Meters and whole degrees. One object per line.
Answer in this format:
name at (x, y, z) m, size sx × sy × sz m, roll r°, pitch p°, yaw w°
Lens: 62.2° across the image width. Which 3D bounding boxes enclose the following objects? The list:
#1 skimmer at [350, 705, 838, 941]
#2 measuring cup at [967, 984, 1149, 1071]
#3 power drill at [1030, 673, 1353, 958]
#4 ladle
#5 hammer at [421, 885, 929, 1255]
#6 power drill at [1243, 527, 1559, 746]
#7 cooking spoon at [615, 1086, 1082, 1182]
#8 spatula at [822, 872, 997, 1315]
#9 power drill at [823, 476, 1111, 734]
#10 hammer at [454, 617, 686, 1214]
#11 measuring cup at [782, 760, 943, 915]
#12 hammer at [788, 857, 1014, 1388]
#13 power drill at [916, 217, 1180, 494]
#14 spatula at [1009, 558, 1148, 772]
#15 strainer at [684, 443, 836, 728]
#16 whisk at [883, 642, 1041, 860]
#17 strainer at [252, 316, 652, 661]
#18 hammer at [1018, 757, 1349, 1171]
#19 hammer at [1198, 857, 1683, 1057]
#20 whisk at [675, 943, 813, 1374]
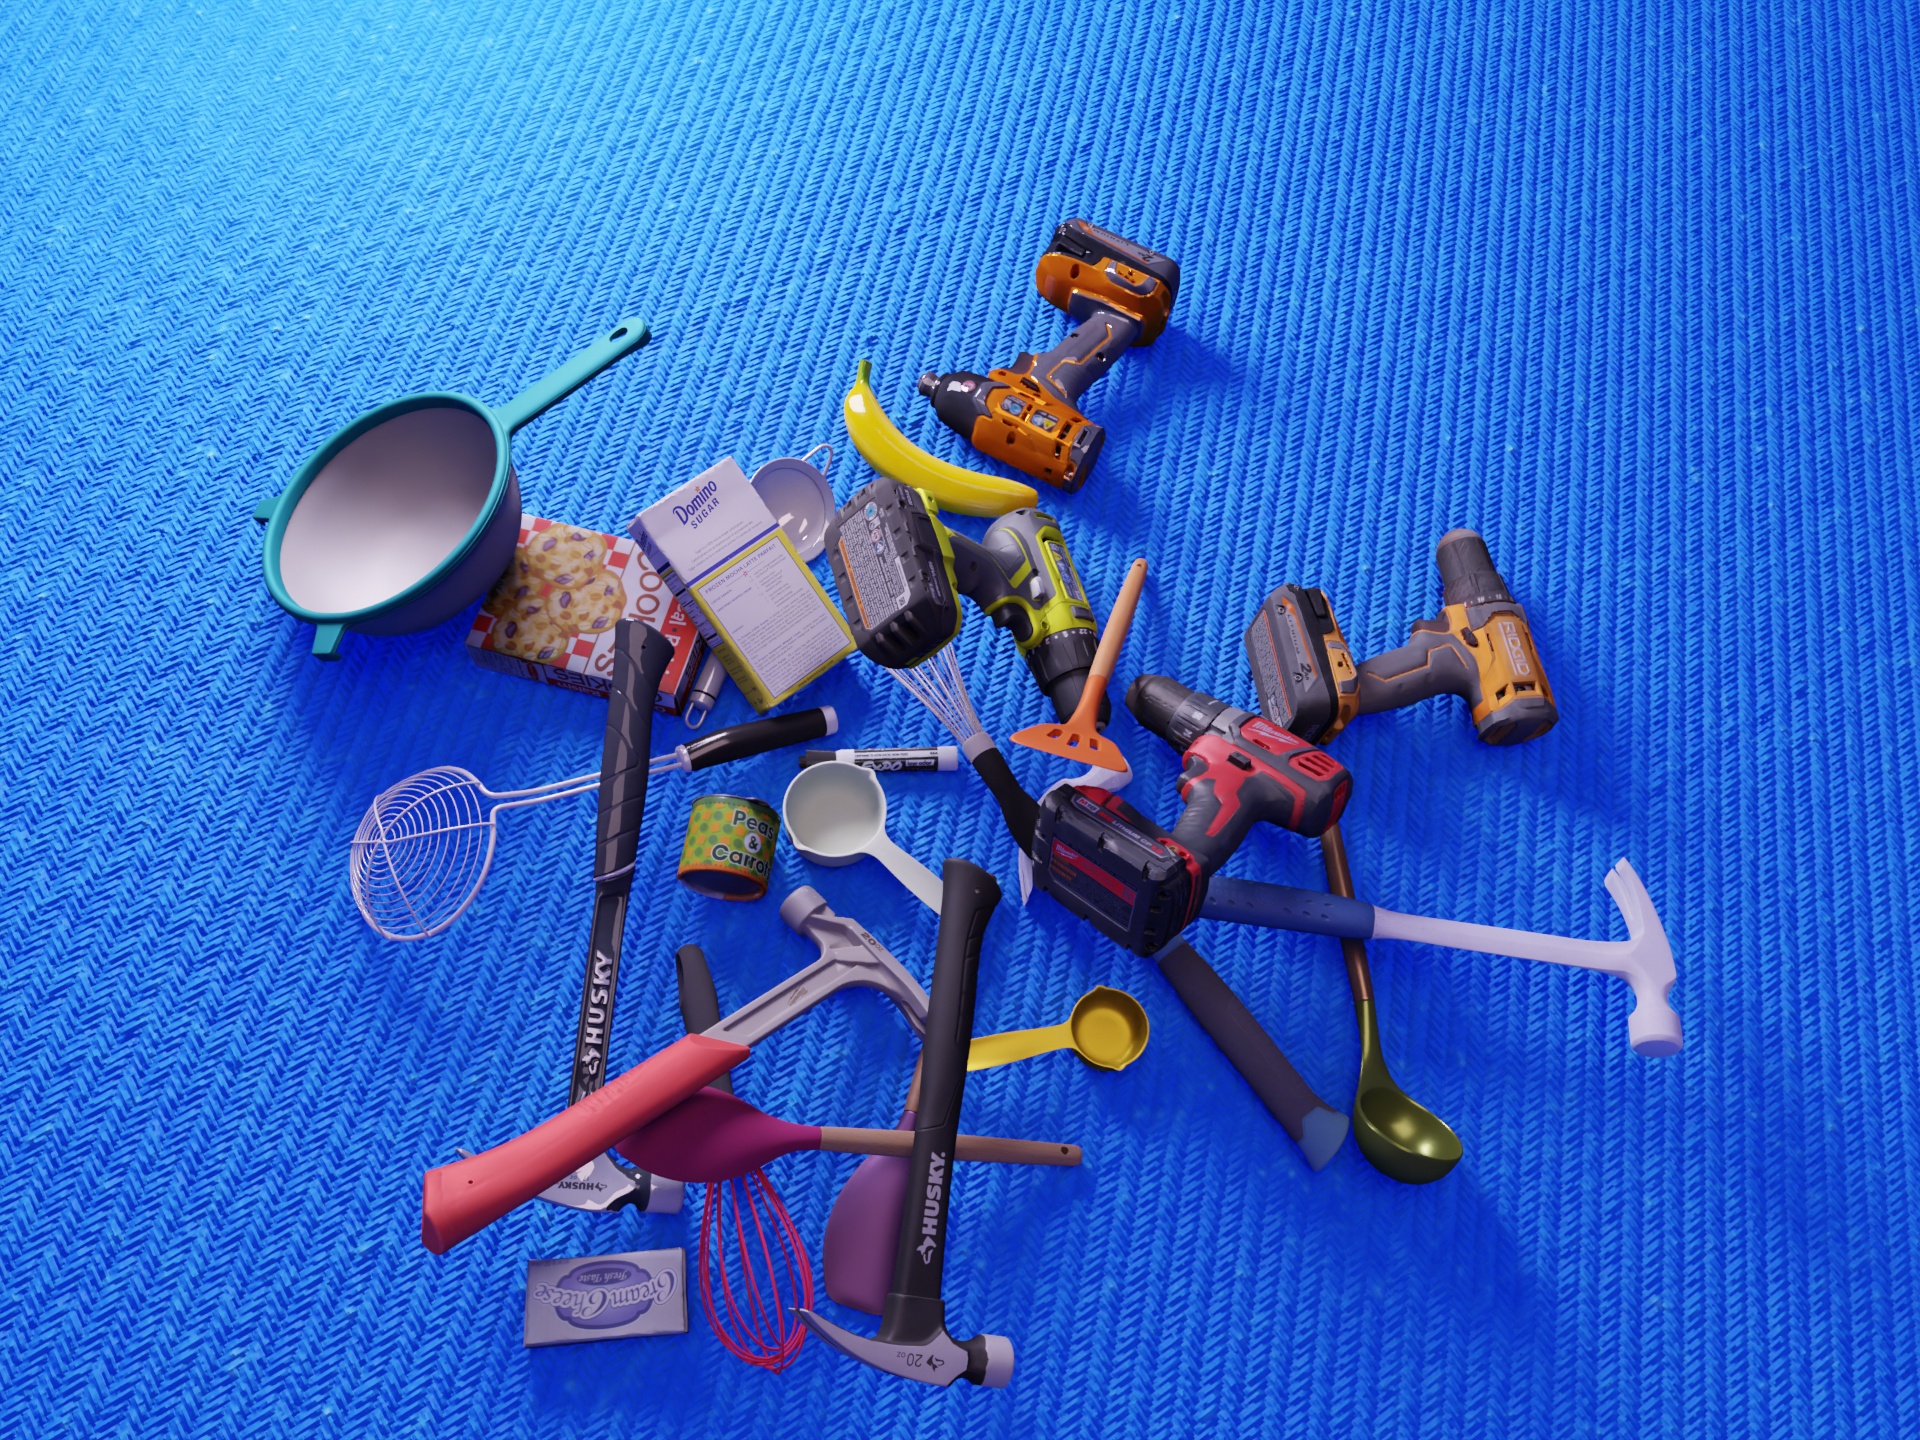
skimmer at (-0.264, 0.060, 1.174) m, size 0.363 × 0.090 × 0.127 m, roll -15°, pitch 56°, yaw -23°
measuring cup at (0.056, 0.229, 1.124) m, size 0.156 × 0.029 × 0.062 m, roll -10°, pitch 66°, yaw -7°
power drill at (0.148, 0.051, 1.135) m, size 0.188 × 0.080 × 0.226 m, roll 33°, pitch 45°, yaw 30°
ladle at (0.297, 0.175, 1.155) m, size 0.078 × 0.062 × 0.320 m, roll 11°, pitch 58°, yaw -28°
hammer at (-0.176, 0.232, 1.014) m, size 0.149 × 0.036 × 0.359 m, roll 42°, pitch 45°, yaw 21°
power drill at (0.346, -0.067, 1.263) m, size 0.226 × 0.084 × 0.185 m, roll -3°, pitch 64°, yaw -11°
cooking spoon at (-0.069, 0.278, 1.054) m, size 0.318 × 0.017 × 0.069 m, roll 9°, pitch 48°, yaw -16°
spatula at (-0.027, 0.250, 1.111) m, size 0.060 × 0.018 × 0.316 m, roll 18°, pitch 65°, yaw 3°
power drill at (0.019, -0.083, 1.188) m, size 0.228 × 0.080 × 0.191 m, roll 9°, pitch 55°, yaw -47°
hammer at (-0.246, 0.124, 1.093) m, size 0.149 × 0.036 × 0.409 m, roll 9°, pitch 71°, yaw -18°
measuring cup at (-0.059, 0.100, 1.170) m, size 0.168 × 0.038 × 0.083 m, roll 39°, pitch 68°, yaw 11°
hammer at (-0.019, 0.253, 1.044) m, size 0.146 × 0.035 × 0.335 m, roll 16°, pitch 68°, yaw -22°
power drill at (0.076, -0.316, 1.357) m, size 0.164 × 0.084 × 0.226 m, roll 26°, pitch 69°, yaw 8°
spatula at (0.108, -0.048, 1.176) m, size 0.081 × 0.041 × 0.323 m, roll 16°, pitch 36°, yaw 7°
strainer at (-0.165, -0.108, 1.257) m, size 0.086 × 0.050 × 0.258 m, roll 35°, pitch 66°, yaw -33°
whisk at (-0.002, -0.004, 1.195) m, size 0.070 × 0.070 × 0.285 m, roll -26°, pitch 66°, yaw -16°
strainer at (-0.361, -0.178, 1.211) m, size 0.340 × 0.095 × 0.211 m, roll -36°, pitch 54°, yaw -3°
hammer at (0.163, 0.178, 1.153) m, size 0.128 × 0.033 × 0.331 m, roll -33°, pitch 72°, yaw -19°
hammer at (0.305, 0.141, 1.139) m, size 0.405 × 0.035 × 0.144 m, roll 9°, pitch 54°, yaw 1°
whisk at (-0.155, 0.285, 1.062) m, size 0.073 × 0.073 × 0.296 m, roll -12°, pitch 61°, yaw -11°
